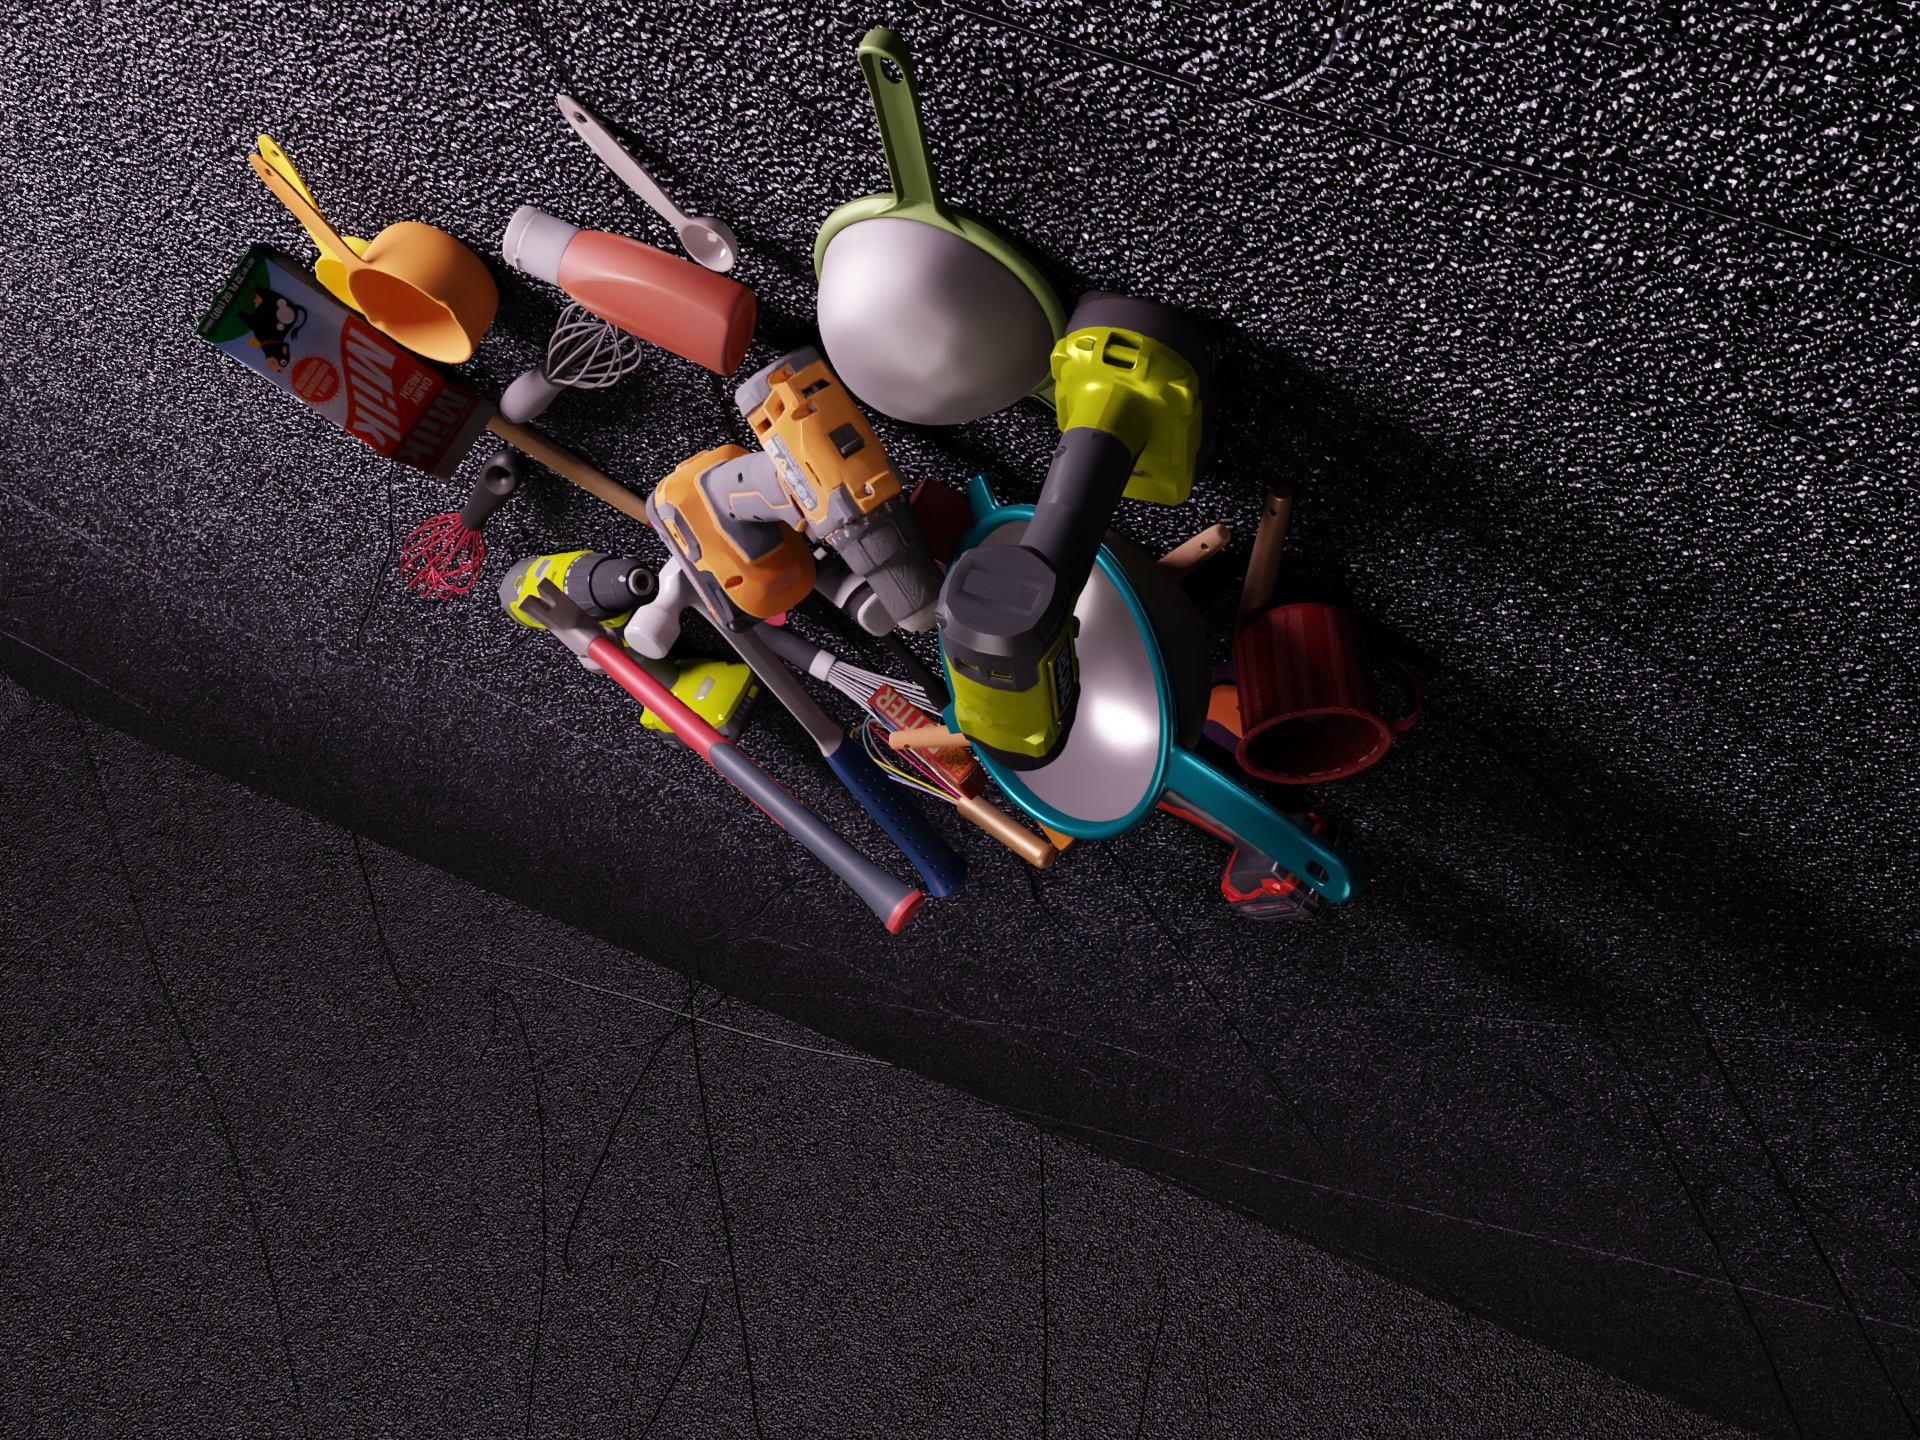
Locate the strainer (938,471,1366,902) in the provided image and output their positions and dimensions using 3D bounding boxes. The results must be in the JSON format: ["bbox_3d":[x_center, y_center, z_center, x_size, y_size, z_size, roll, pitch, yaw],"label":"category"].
[{"bbox_3d":[0.125,-0.007,0.949,0.341,0.095,0.210,38,135,36],"label":"strainer"}]

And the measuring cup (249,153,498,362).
[{"bbox_3d":[-0.367,-0.304,1.006,0.095,0.052,0.173,5,149,41],"label":"measuring cup"}]

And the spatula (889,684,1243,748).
[{"bbox_3d":[0.096,0.009,1.116,0.322,0.041,0.080,-5,142,23],"label":"spatula"}]

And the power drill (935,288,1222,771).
[{"bbox_3d":[0.059,-0.090,0.810,0.080,0.223,0.171,19,157,16],"label":"power drill"}]

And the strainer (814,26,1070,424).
[{"bbox_3d":[-0.027,-0.225,0.802,0.151,0.069,0.256,18,159,16],"label":"strainer"}]

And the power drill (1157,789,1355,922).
[{"bbox_3d":[0.172,0.069,1.252,0.226,0.080,0.188,33,164,-9],"label":"power drill"}]

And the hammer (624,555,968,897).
[{"bbox_3d":[-0.103,0.007,1.258,0.035,0.144,0.405,3,144,39],"label":"hammer"}]

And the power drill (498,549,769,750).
[{"bbox_3d":[-0.280,-0.068,1.419,0.191,0.080,0.228,0,145,46],"label":"power drill"}]

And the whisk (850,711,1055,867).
[{"bbox_3d":[-0.007,0.058,1.378,0.245,0.051,0.047,33,-170,35],"label":"whisk"}]

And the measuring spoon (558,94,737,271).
[{"bbox_3d":[-0.168,-0.296,0.869,0.124,0.018,0.034,43,153,-22],"label":"measuring spoon"}]

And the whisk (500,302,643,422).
[{"bbox_3d":[-0.270,-0.234,1.076,0.055,0.055,0.239,35,160,-24],"label":"whisk"}]

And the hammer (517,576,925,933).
[{"bbox_3d":[-0.183,0.026,1.220,0.386,0.038,0.143,38,173,19],"label":"hammer"}]

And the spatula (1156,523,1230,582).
[{"bbox_3d":[0.094,-0.063,1.077,0.082,0.044,0.317,46,154,-4],"label":"spatula"}]

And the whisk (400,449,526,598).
[{"bbox_3d":[-0.427,-0.168,1.375,0.073,0.073,0.296,33,151,-19],"label":"whisk"}]

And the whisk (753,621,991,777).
[{"bbox_3d":[-0.086,-0.030,1.327,0.284,0.070,0.070,28,158,4],"label":"whisk"}]

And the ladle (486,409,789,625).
[{"bbox_3d":[-0.263,-0.171,1.232,0.315,0.031,0.069,32,155,-13],"label":"ladle"}]

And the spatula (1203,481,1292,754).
[{"bbox_3d":[0.182,-0.055,1.021,0.060,0.018,0.315,35,159,18],"label":"spatula"}]

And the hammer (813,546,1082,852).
[{"bbox_3d":[-0.002,-0.004,1.230,0.336,0.034,0.127,47,173,-36],"label":"hammer"}]

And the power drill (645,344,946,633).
[{"bbox_3d":[-0.103,-0.122,1.034,0.185,0.084,0.226,57,150,-8],"label":"power drill"}]

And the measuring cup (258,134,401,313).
[{"bbox_3d":[-0.409,-0.326,1.036,0.062,0.029,0.156,18,155,16],"label":"measuring cup"}]
